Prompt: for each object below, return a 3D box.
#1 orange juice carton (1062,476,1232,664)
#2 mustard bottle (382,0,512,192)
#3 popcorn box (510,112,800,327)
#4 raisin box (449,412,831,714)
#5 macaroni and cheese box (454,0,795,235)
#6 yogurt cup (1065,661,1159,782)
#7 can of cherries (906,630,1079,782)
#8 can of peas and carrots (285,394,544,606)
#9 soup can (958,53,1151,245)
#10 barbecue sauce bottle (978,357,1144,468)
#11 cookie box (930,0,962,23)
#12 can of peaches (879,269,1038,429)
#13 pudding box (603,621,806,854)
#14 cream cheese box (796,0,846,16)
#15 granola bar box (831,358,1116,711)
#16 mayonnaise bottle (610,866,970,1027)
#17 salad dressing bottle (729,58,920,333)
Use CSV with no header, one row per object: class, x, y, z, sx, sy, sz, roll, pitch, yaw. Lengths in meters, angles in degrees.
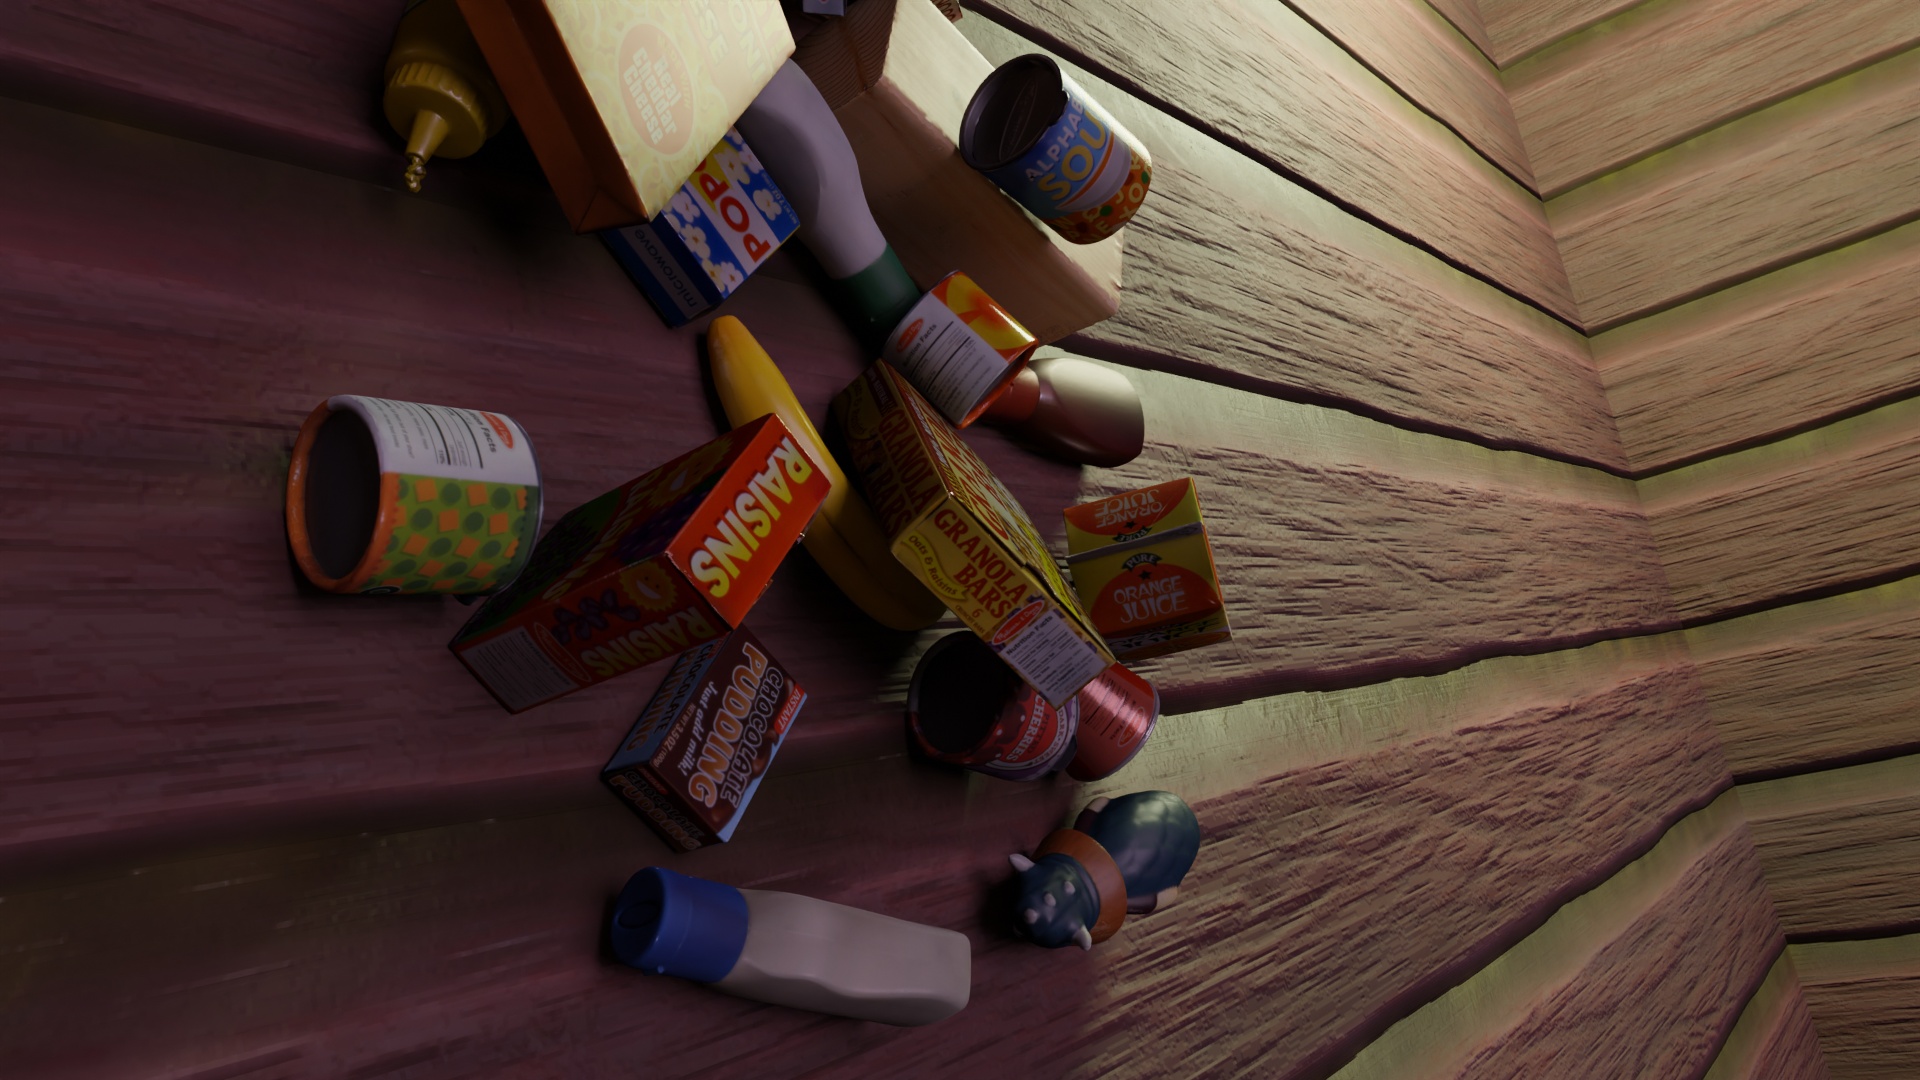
orange juice carton,0.105,0.018,0.772,0.192,0.072,0.073,40,37,-73
mustard bottle,-0.196,-0.203,0.559,0.048,0.065,0.161,40,47,-41
popcorn box,-0.138,-0.172,0.638,0.126,0.038,0.085,54,38,-20
raisin box,-0.115,0.010,0.504,0.040,0.123,0.086,53,38,-21
macaroni and cheese box,-0.134,-0.223,0.571,0.167,0.040,0.123,-69,147,-45
yogurt cup,0.066,0.089,0.756,0.054,0.072,0.073,42,43,-21
can of cherries,0.017,0.083,0.687,0.058,0.071,0.072,25,54,-45
can of peas and carrots,-0.187,-0.012,0.473,0.059,0.071,0.071,4,70,-52
soup can,0.052,-0.202,0.723,0.083,0.071,0.071,26,53,-44
barbecue sauce bottle,0.055,-0.083,0.845,0.149,0.043,0.065,7,67,-51
cookie box,-0.046,-0.367,0.796,0.168,0.040,0.123,-59,125,-82
can of peaches,0.001,-0.102,0.747,0.058,0.071,0.071,42,37,5
pudding box,-0.102,0.079,0.567,0.049,0.030,0.084,53,38,-23
cream cheese box,-0.075,-0.314,0.745,0.104,0.024,0.053,-110,-157,-63
granola bar box,0.002,-0.008,0.671,0.124,0.039,0.166,45,9,-29
mayonnaise bottle,-0.066,0.162,0.548,0.148,0.064,0.041,28,53,-39
salad dressing bottle,-0.071,-0.173,0.710,0.044,0.064,0.147,-56,130,-30
